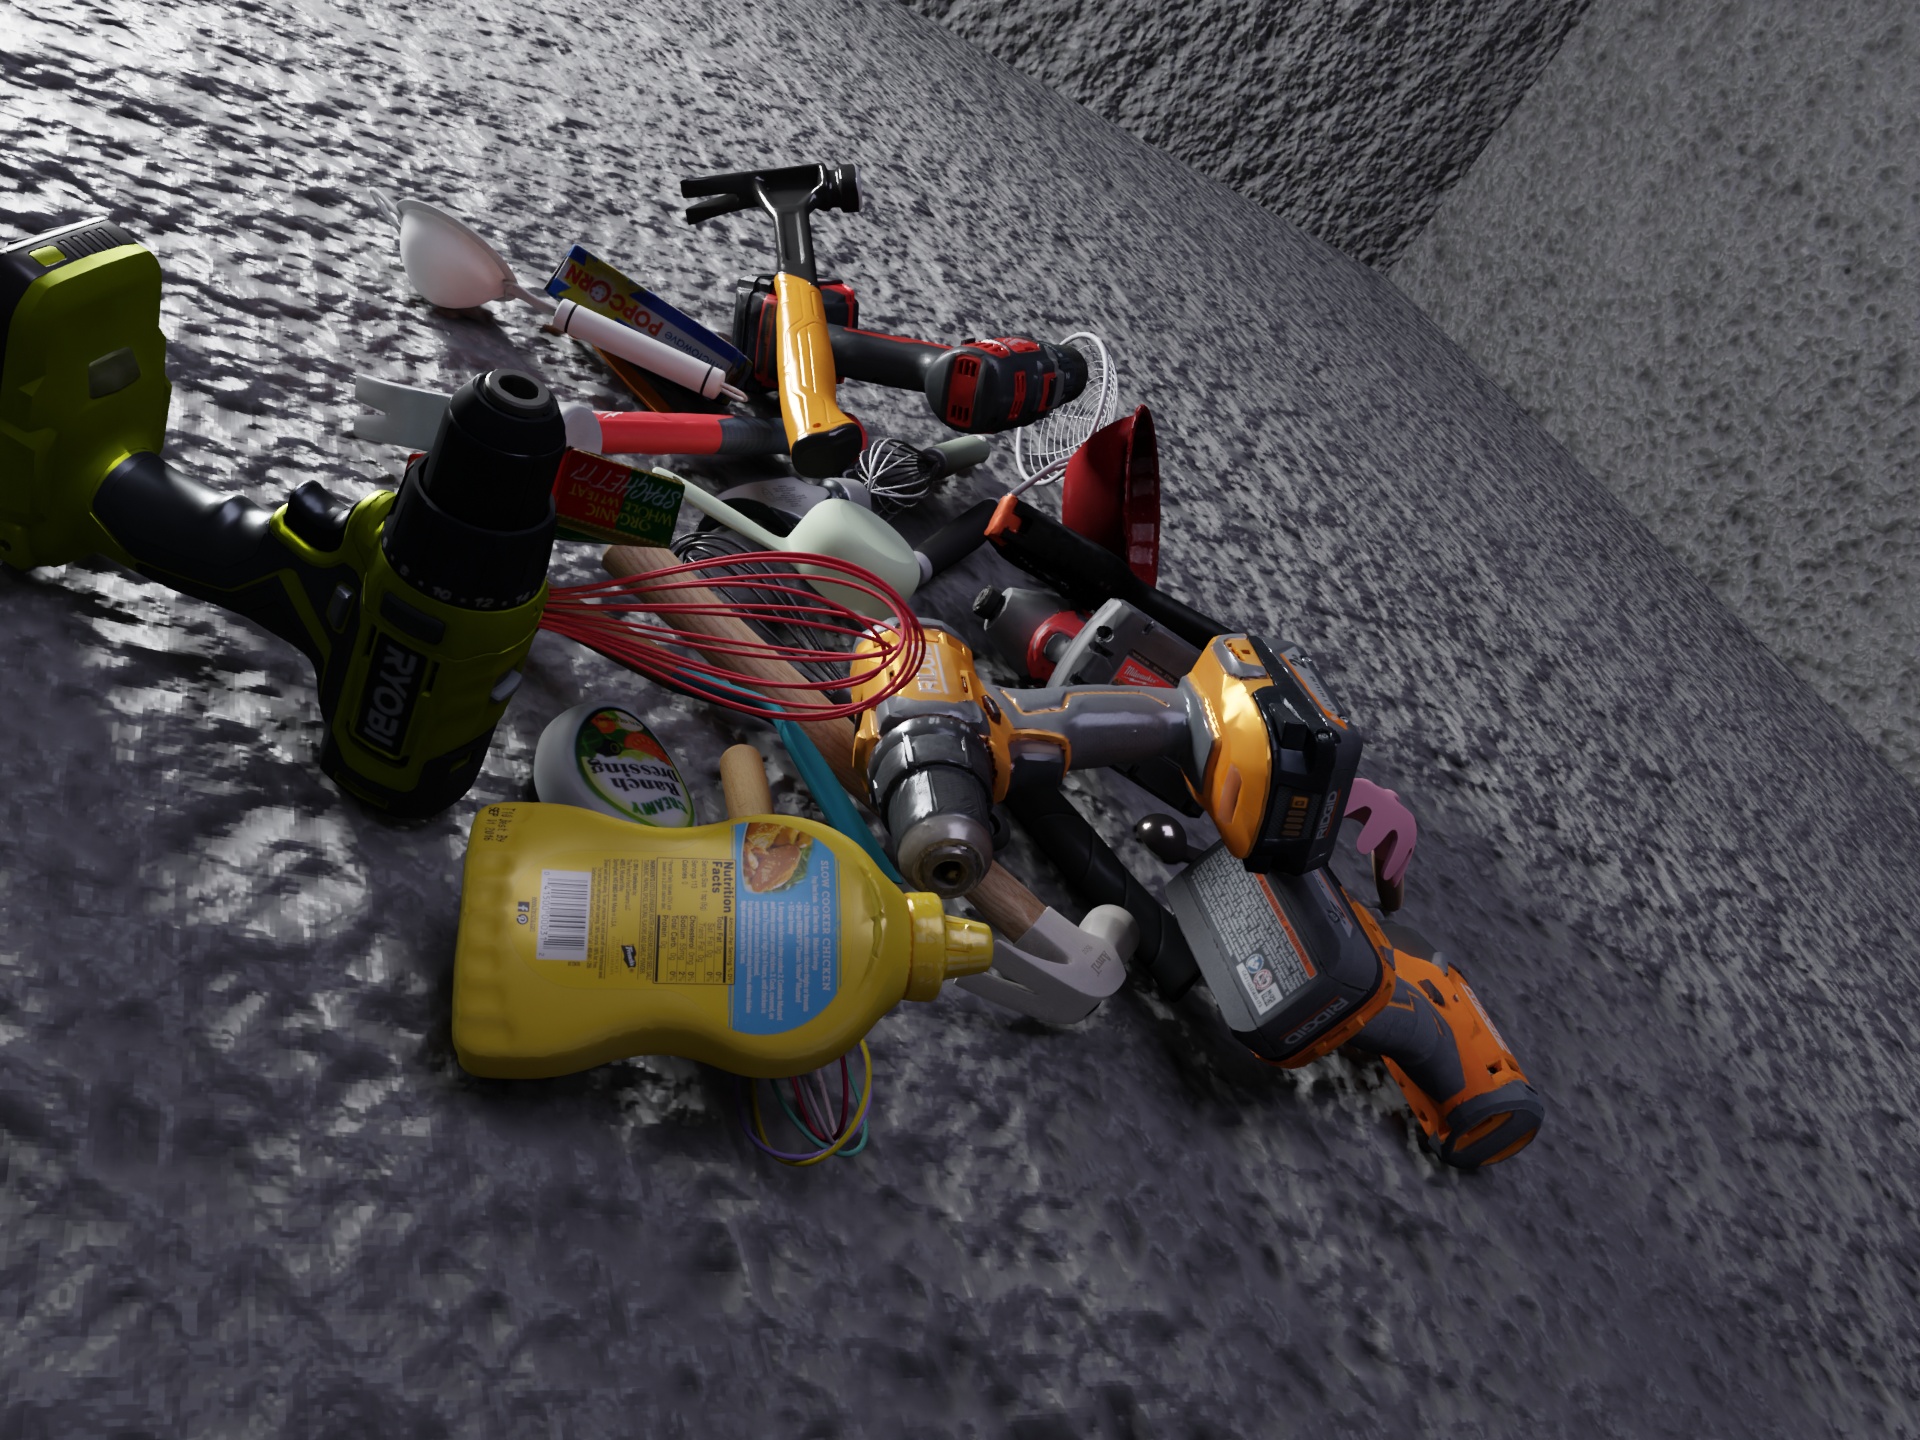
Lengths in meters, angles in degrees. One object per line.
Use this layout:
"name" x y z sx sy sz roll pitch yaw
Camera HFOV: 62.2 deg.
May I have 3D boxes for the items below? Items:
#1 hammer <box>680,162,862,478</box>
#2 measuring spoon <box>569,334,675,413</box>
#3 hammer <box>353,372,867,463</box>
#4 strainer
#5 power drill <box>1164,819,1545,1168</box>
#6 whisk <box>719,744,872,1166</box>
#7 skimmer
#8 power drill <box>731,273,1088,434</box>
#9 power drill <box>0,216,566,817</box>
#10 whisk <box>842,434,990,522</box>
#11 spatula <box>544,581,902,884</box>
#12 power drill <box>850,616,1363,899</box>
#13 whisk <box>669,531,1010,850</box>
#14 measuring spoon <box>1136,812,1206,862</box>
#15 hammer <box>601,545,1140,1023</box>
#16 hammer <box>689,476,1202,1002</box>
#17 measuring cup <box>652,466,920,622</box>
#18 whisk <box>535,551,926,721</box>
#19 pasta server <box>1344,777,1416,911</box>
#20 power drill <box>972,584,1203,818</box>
"hammer" -0.111 -0.265 1.023 0.127 0.034 0.337 -7 46 -5
"measuring spoon" -0.219 -0.222 1.034 0.117 0.011 0.021 46 25 11
"hammer" -0.176 -0.174 0.951 0.143 0.038 0.386 13 14 22
"strainer" -0.250 -0.251 0.976 0.258 0.087 0.050 24 74 -6
"power drill" 0.209 0.135 0.851 0.226 0.084 0.164 34 23 -38
"whisk" -0.075 0.089 0.679 0.051 0.047 0.245 18 29 -28
"skimmer" 0.025 -0.193 1.174 0.090 0.127 0.363 42 38 3
"power drill" -0.029 -0.257 1.126 0.227 0.080 0.188 18 22 22
"power drill" -0.259 -0.086 0.592 0.228 0.190 0.080 30 35 0
"whisk" -0.023 -0.184 1.153 0.058 0.059 0.246 10 18 16
"spatula" -0.155 -0.023 0.726 0.317 0.044 0.082 28 -5 16
"power drill" 0.063 0.020 0.731 0.226 0.084 0.186 4 29 -9
"whisk" -0.066 -0.012 0.843 0.239 0.055 0.055 42 28 1
"measuring spoon" 0.161 0.084 0.971 0.124 0.018 0.034 24 30 -23
"hammer" -0.051 0.023 0.781 0.331 0.031 0.130 43 22 5
"hammer" -0.001 -0.003 0.908 0.149 0.036 0.409 -9 51 -52
"measuring cup" -0.090 -0.109 0.869 0.167 0.038 0.083 27 25 -36
"whisk" -0.161 -0.047 0.673 0.296 0.073 0.073 6 30 3
"pasta server" 0.240 0.084 0.915 0.060 0.040 0.316 42 -1 22
"power drill" 0.084 -0.026 0.934 0.143 0.078 0.220 32 4 -14
